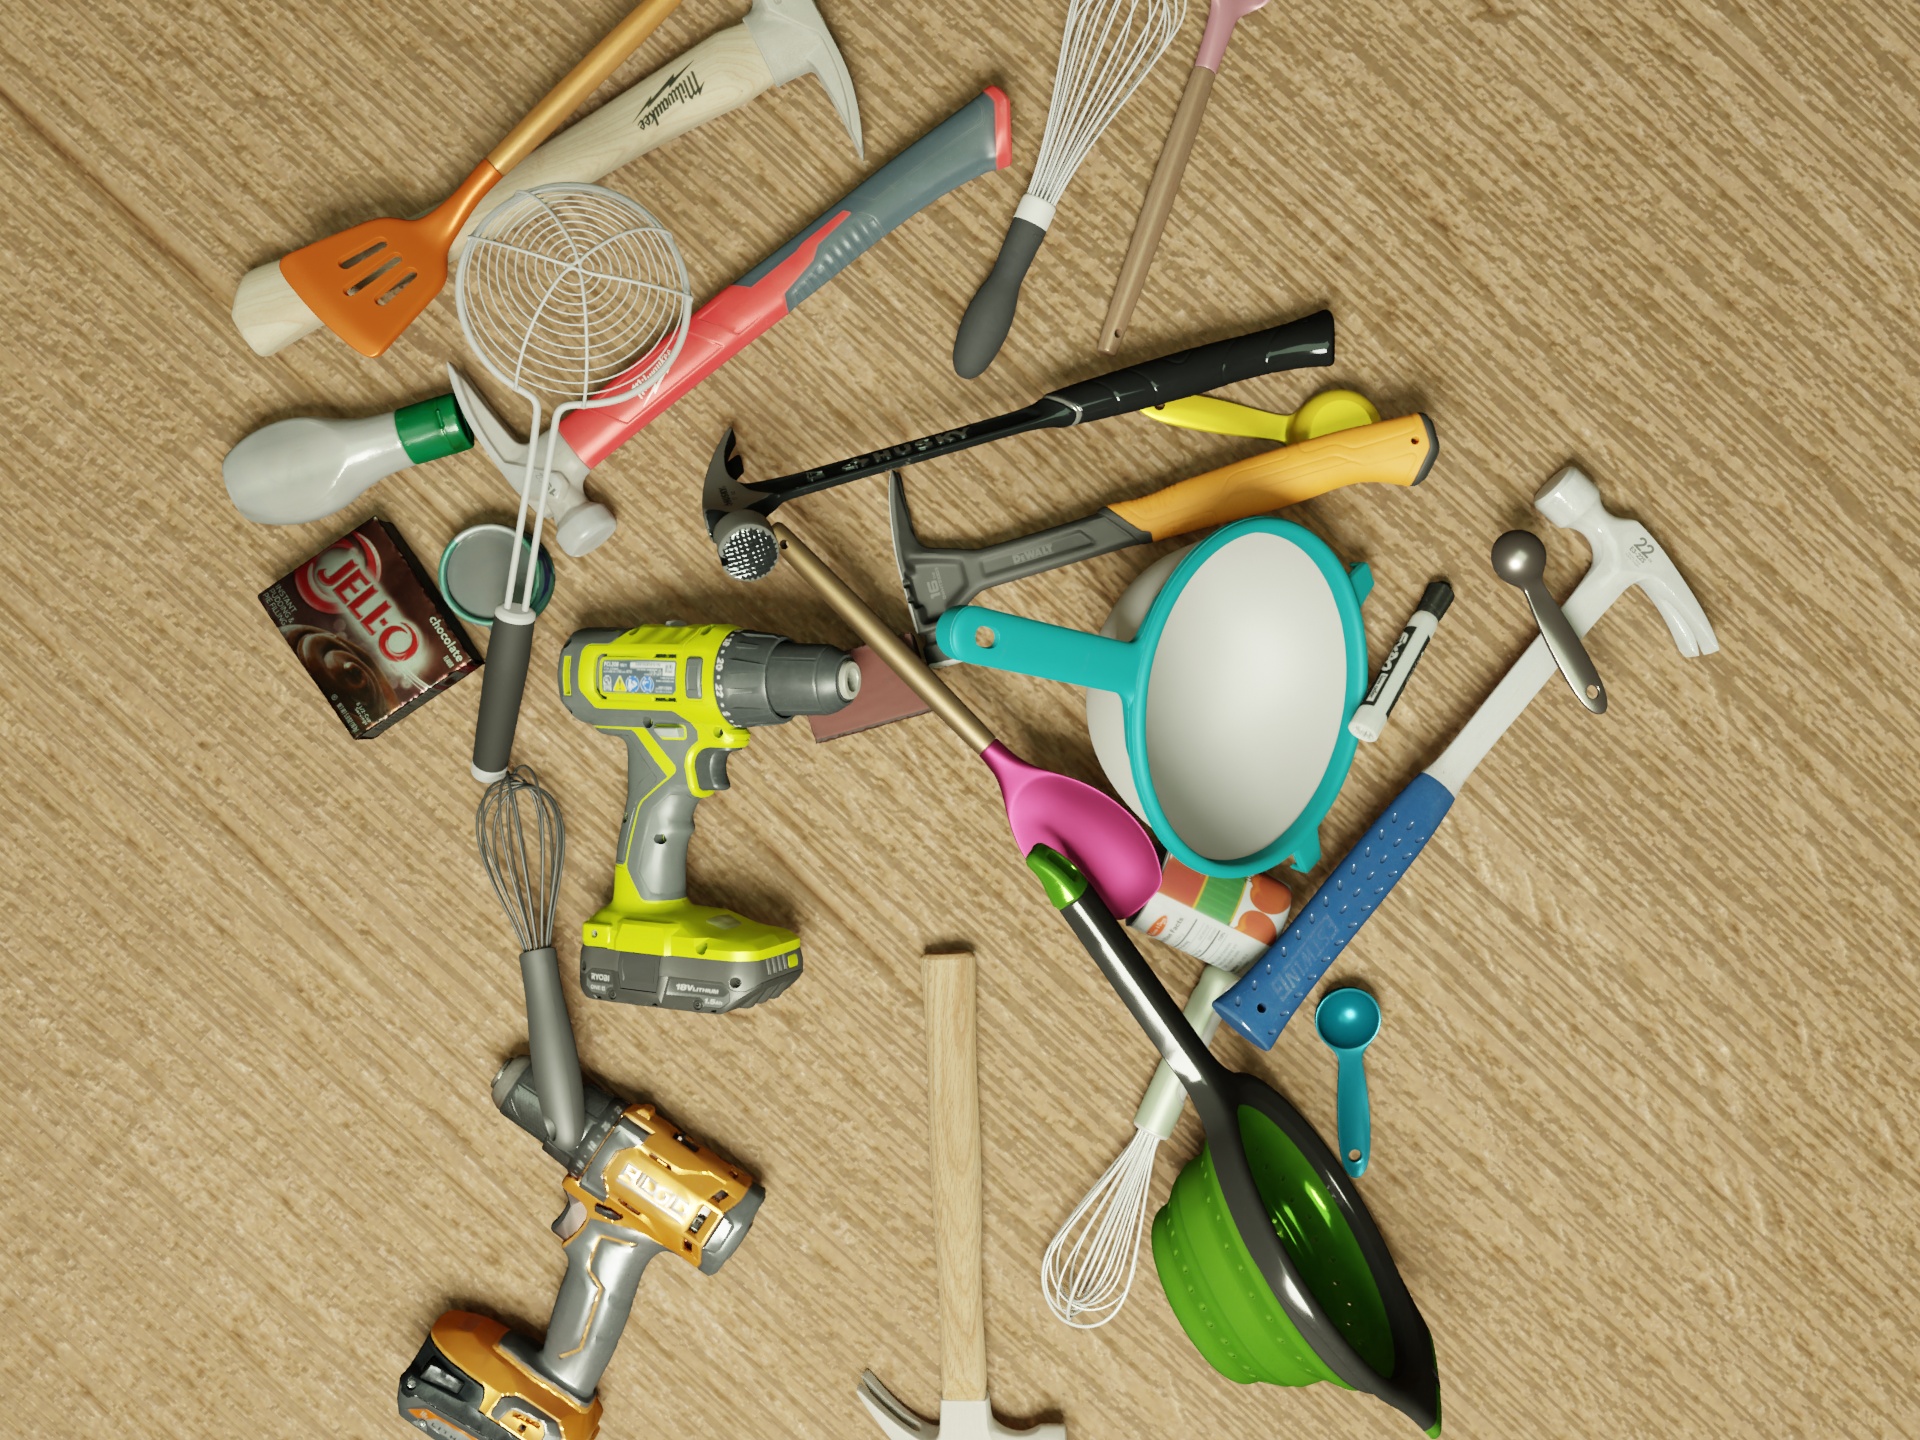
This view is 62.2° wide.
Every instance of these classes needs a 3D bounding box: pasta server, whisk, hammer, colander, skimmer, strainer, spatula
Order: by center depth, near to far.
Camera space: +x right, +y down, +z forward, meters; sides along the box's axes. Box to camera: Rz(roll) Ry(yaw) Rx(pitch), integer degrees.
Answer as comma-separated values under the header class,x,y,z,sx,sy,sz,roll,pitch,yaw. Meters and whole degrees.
class,x,y,z,sx,sy,sz,roll,pitch,yaw
strainer,0.097,-0.026,0.909,0.340,0.095,0.211,10,91,-41
colander,0.131,0.253,0.934,0.094,0.204,0.397,-35,92,18
skimmer,-0.250,-0.129,0.944,0.127,0.090,0.363,12,121,-12
spatula,-0.265,-0.352,0.956,0.322,0.041,0.081,-44,92,2
hammer,0.300,0.036,0.963,0.144,0.035,0.405,42,79,-2
hammer,0.040,-0.184,0.966,0.409,0.149,0.036,-17,125,-8
whisk,-0.258,0.143,0.977,0.055,0.055,0.239,-12,78,1
hammer,0.123,-0.135,0.981,0.337,0.034,0.127,-15,92,7
whisk,0.059,-0.344,0.983,0.070,0.070,0.284,24,96,0
hammer,-0.134,-0.274,0.989,0.386,0.038,0.143,-38,89,3
pasta server,0.147,-0.379,0.990,0.060,0.040,0.316,18,93,-26
hammer,-0.261,-0.329,0.995,0.410,0.038,0.146,-28,92,1
whisk,0.117,0.265,1.002,0.059,0.057,0.246,24,87,30
hammer,-0.004,0.312,1.006,0.130,0.031,0.331,-3,89,6

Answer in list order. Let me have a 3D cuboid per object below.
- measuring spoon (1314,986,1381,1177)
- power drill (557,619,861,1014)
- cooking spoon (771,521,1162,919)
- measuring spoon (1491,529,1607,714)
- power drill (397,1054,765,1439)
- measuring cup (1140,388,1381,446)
class,x,y,z,sx,sy,sz,roll,pitch,yaw
measuring spoon,0.248,0.229,1.017,0.042,0.021,0.128,-5,100,0
power drill,-0.151,0.054,0.959,0.190,0.080,0.228,2,92,23
cooking spoon,-0.002,-0.003,0.955,0.319,0.017,0.068,45,108,0
measuring spoon,0.360,-0.060,0.955,0.034,0.018,0.124,-28,88,-11
power drill,-0.256,0.337,0.991,0.185,0.084,0.226,34,87,2
measuring cup,0.188,-0.188,0.997,0.156,0.029,0.062,10,91,-2
